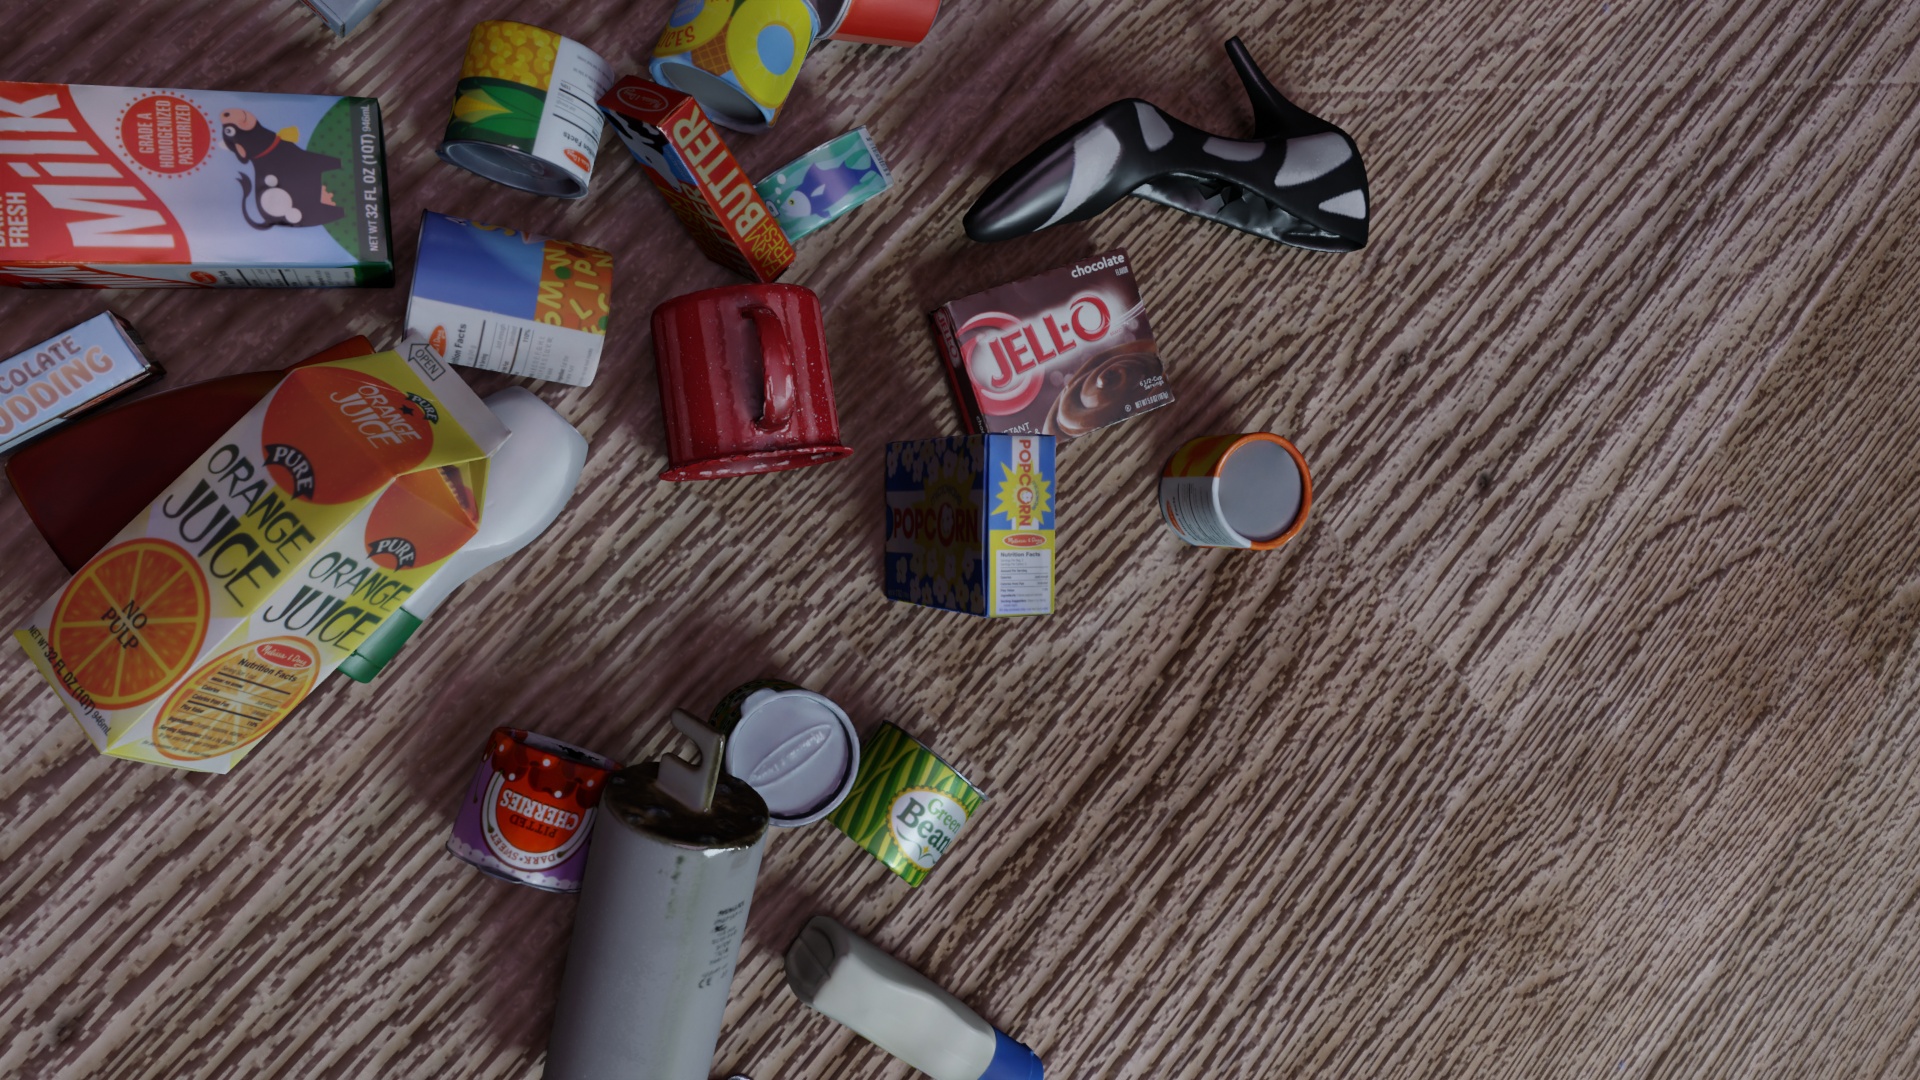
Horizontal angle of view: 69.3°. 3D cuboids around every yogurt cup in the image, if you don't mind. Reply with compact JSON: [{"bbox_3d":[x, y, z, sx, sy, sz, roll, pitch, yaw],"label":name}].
[{"bbox_3d":[-0.043,-0.282,0.700,0.054,0.072,0.072,3,90,-30],"label":"yogurt cup"}]

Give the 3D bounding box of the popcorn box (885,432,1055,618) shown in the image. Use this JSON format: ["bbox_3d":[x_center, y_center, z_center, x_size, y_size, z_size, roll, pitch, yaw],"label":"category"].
[{"bbox_3d":[0.002,-0.009,0.687,0.038,0.126,0.085,-1,92,-24],"label":"popcorn box"}]

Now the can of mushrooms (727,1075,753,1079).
[{"bbox_3d":[-0.121,0.305,0.691,0.071,0.033,0.071,0,91,-21],"label":"can of mushrooms"}]

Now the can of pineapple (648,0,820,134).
[{"bbox_3d":[-0.110,-0.239,0.670,0.071,0.071,0.058,25,82,-20],"label":"can of pineapple"}]

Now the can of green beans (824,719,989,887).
[{"bbox_3d":[-0.031,0.134,0.707,0.071,0.071,0.058,42,77,-17],"label":"can of green beans"}]

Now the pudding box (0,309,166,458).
[{"bbox_3d":[-0.380,-0.062,0.575,0.084,0.049,0.030,-33,104,-17],"label":"pudding box"}]

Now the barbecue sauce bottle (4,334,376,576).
[{"bbox_3d":[-0.321,-0.042,0.603,0.149,0.043,0.064,-31,103,-19],"label":"barbecue sauce bottle"}]

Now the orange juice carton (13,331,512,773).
[{"bbox_3d":[-0.276,0.001,0.577,0.072,0.073,0.193,43,84,18],"label":"orange juice carton"}]

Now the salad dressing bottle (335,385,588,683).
[{"bbox_3d":[-0.236,-0.003,0.637,0.064,0.044,0.148,41,78,-13],"label":"salad dressing bottle"}]

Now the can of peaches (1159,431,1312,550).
[{"bbox_3d":[0.157,-0.029,0.784,0.071,0.058,0.071,0,91,-21],"label":"can of peaches"}]

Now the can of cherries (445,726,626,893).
[{"bbox_3d":[-0.194,0.123,0.640,0.071,0.071,0.058,23,82,-20],"label":"can of cherries"}]

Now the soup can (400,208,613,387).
[{"bbox_3d":[-0.207,-0.112,0.636,0.084,0.071,0.071,9,88,-22],"label":"soup can"}]

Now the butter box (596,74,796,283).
[{"bbox_3d":[-0.122,-0.167,0.651,0.024,0.053,0.103,-49,140,-13],"label":"butter box"}]

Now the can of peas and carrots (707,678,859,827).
[{"bbox_3d":[-0.091,0.101,0.687,0.071,0.058,0.071,0,90,-21],"label":"can of peas and carrots"}]

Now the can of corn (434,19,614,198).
[{"bbox_3d":[-0.200,-0.197,0.638,0.071,0.071,0.058,14,85,-21],"label":"can of corn"}]

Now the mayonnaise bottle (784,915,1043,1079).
[{"bbox_3d":[-0.021,0.249,0.717,0.148,0.065,0.041,39,81,-21],"label":"mayonnaise bottle"}]

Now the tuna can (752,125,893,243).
[{"bbox_3d":[-0.070,-0.174,0.688,0.071,0.071,0.032,-33,103,-18],"label":"tuna can"}]

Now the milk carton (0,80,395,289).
[{"bbox_3d":[-0.340,-0.145,0.577,0.191,0.073,0.072,-5,93,-21],"label":"milk carton"}]

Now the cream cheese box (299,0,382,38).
[{"bbox_3d":[-0.267,-0.285,0.631,0.053,0.024,0.104,42,76,-17],"label":"cream cheese box"}]
